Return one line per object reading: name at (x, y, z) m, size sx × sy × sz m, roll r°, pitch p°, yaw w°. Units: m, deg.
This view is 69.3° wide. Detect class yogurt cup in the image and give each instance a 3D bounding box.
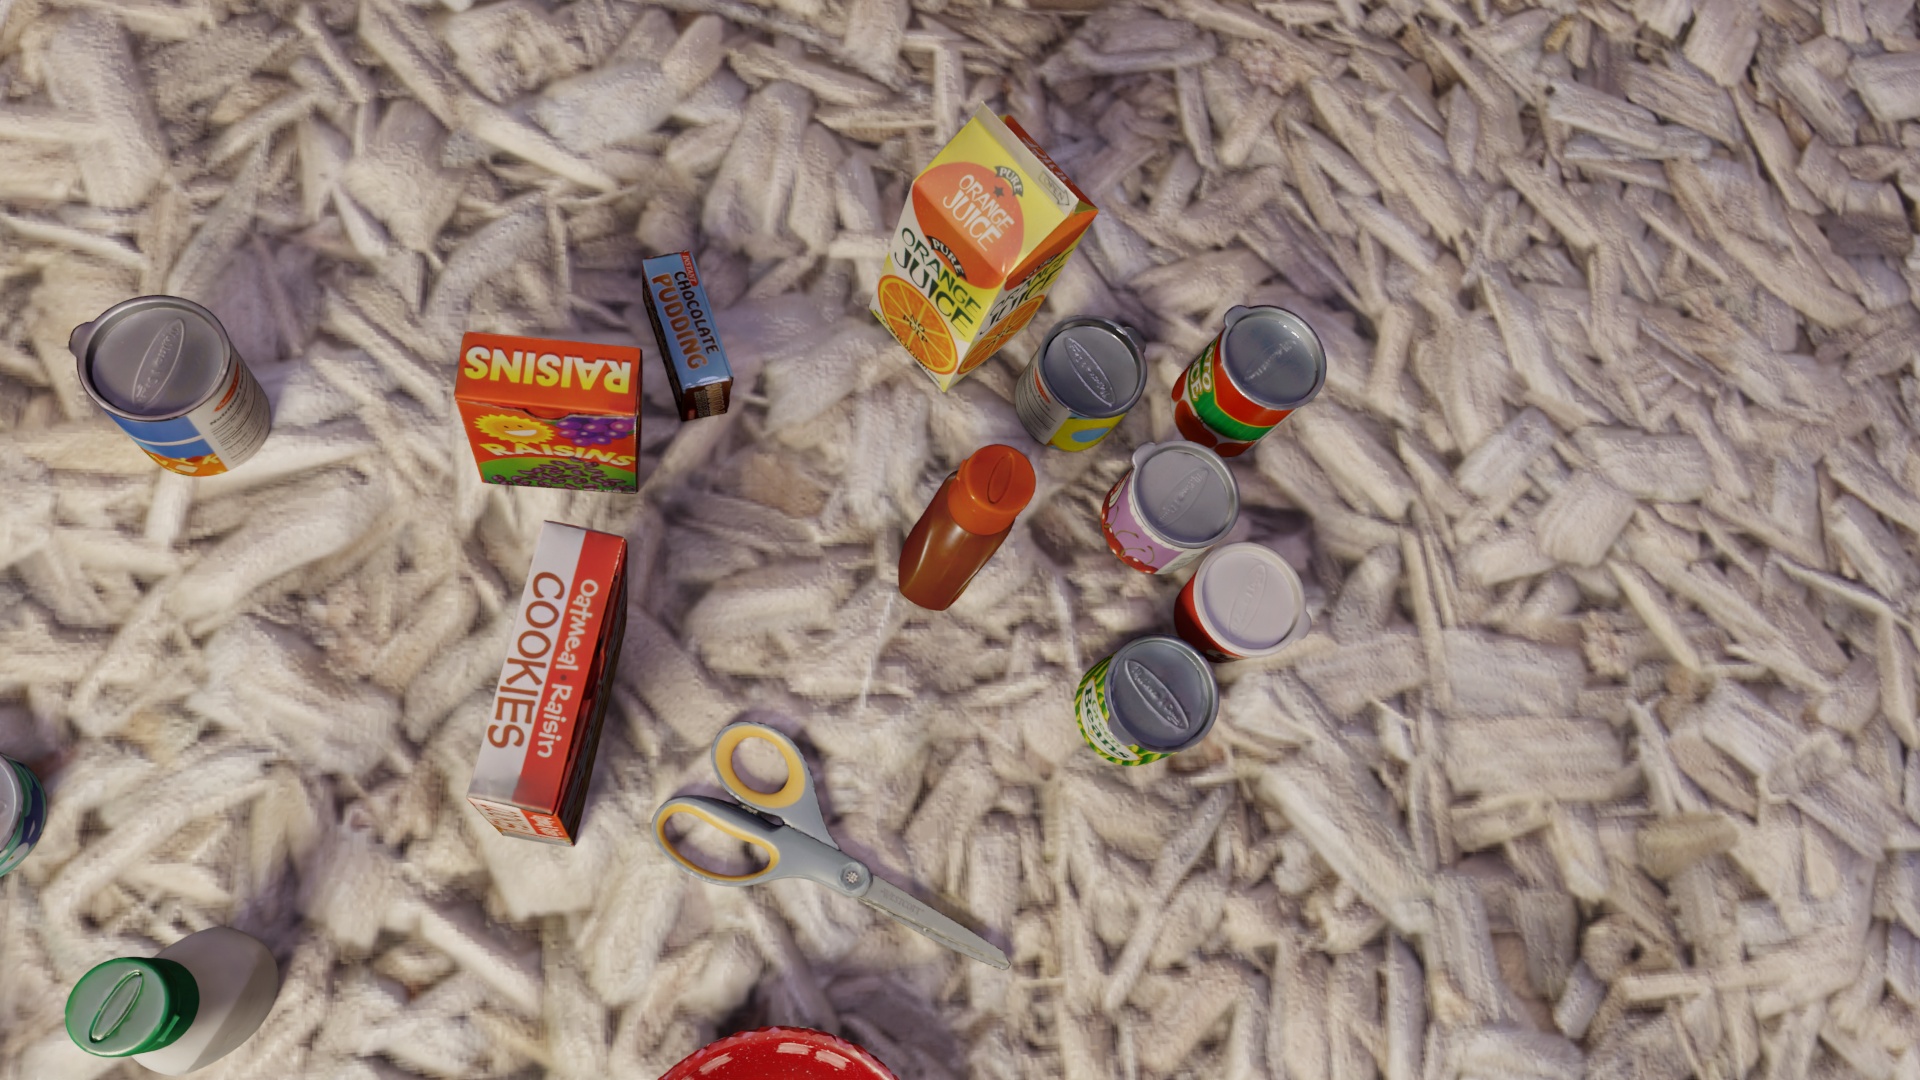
yogurt cup at (0.159, 0.040, 0.809) m, size 0.072 × 0.053 × 0.072 m, roll 4°, pitch 72°, yaw -12°

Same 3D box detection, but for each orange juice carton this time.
orange juice carton at (0.013, -0.163, 0.765) m, size 0.073 × 0.192 × 0.072 m, roll -40°, pitch 85°, yaw -21°

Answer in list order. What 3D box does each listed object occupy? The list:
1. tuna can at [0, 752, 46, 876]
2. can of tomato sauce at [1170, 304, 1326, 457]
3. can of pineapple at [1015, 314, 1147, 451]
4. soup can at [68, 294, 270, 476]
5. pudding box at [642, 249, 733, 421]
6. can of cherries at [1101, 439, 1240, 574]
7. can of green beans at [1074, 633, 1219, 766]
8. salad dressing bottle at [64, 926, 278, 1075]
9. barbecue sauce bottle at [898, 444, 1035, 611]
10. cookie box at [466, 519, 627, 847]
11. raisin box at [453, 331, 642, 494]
tuna can at (-0.465, 0.130, 0.643) m, size 0.071 × 0.032 × 0.071 m, roll 4°, pitch 72°, yaw -12°
can of tomato sauce at (0.170, -0.095, 0.839) m, size 0.071 × 0.082 × 0.071 m, roll 4°, pitch 72°, yaw -12°
can of pineapple at (0.072, -0.093, 0.829) m, size 0.071 × 0.057 × 0.071 m, roll 4°, pitch 72°, yaw -12°
soup can at (-0.395, -0.076, 0.698) m, size 0.071 × 0.083 × 0.071 m, roll 4°, pitch 72°, yaw -12°
pudding box at (-0.155, -0.116, 0.786) m, size 0.030 × 0.049 × 0.084 m, roll -16°, pitch 77°, yaw -17°
can of cherries at (0.121, -0.021, 0.817) m, size 0.071 × 0.058 × 0.071 m, roll 4°, pitch 72°, yaw -12°
can of green beans at (0.103, 0.090, 0.777) m, size 0.071 × 0.057 × 0.071 m, roll 4°, pitch 72°, yaw -12°
salad dressing bottle at (-0.333, 0.196, 0.591) m, size 0.044 × 0.147 × 0.064 m, roll 29°, pitch 69°, yaw -3°
barbecue sauce bottle at (0.003, -0.009, 0.737) m, size 0.044 × 0.148 × 0.065 m, roll 23°, pitch 69°, yaw -5°
cookie box at (-0.188, 0.074, 0.654) m, size 0.040 × 0.167 × 0.123 m, roll 12°, pitch 71°, yaw -9°
raisin box at (-0.209, -0.062, 0.717) m, size 0.086 × 0.123 × 0.040 m, roll 5°, pitch 72°, yaw -12°
